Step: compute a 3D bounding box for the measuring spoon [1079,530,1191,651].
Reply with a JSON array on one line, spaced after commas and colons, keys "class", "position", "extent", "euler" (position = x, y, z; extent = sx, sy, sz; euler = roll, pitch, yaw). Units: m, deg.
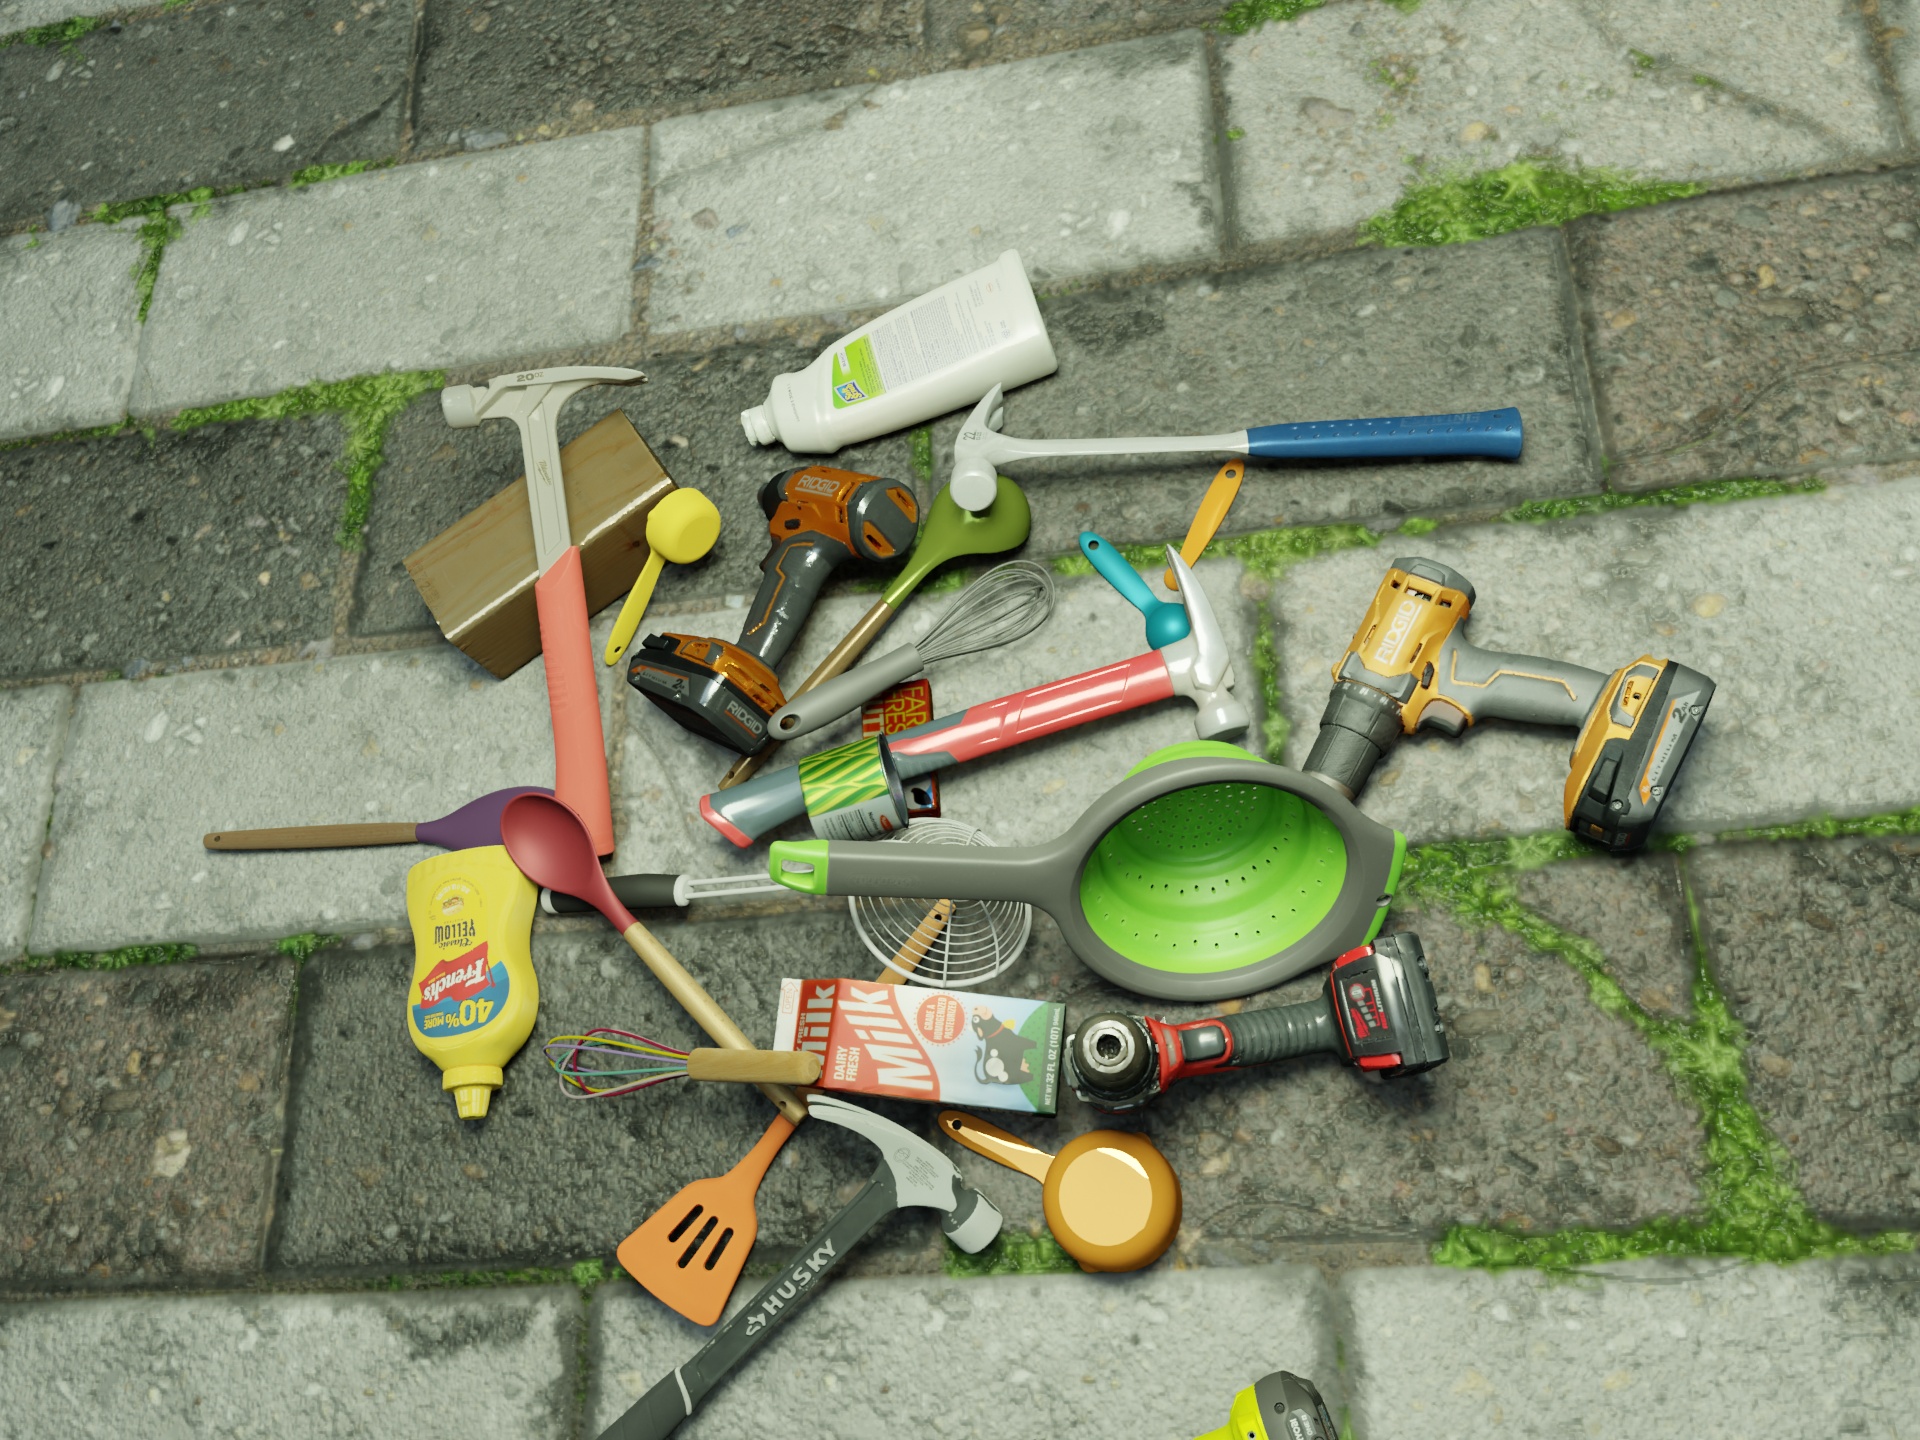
[{"class": "measuring spoon", "position": [0.128, -0.099, 1.172], "extent": [0.042, 0.021, 0.129], "euler": [-40, 67, -1]}]

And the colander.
[{"class": "colander", "position": [0.078, 0.077, 1.028], "extent": [0.397, 0.204, 0.095], "euler": [3, 37, -6]}]

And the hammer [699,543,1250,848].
[{"class": "hammer", "position": [-0.002, -0.004, 1.127], "extent": [0.386, 0.038, 0.143], "euler": [-17, 75, 3]}]

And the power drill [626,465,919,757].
[{"class": "power drill", "position": [-0.147, -0.096, 1.194], "extent": [0.164, 0.084, 0.226], "euler": [20, 71, 47]}]

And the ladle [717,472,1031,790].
[{"class": "ladle", "position": [-0.067, -0.063, 1.201], "extent": [0.320, 0.062, 0.078], "euler": [-49, 60, 0]}]

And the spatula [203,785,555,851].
[{"class": "spatula", "position": [-0.444, 0.086, 1.237], "extent": [0.316, 0.018, 0.060], "euler": [-4, 69, 10]}]

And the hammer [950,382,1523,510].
[{"class": "hammer", "position": [0.198, -0.208, 1.167], "extent": [0.405, 0.035, 0.144], "euler": [-1, 37, 5]}]

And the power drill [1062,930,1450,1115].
[{"class": "power drill", "position": [0.173, 0.191, 0.968], "extent": [0.226, 0.187, 0.080], "euler": [-12, 72, 4]}]

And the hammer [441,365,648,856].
[{"class": "hammer", "position": [-0.285, -0.079, 1.179], "extent": [0.149, 0.037, 0.359], "euler": [-7, 92, -3]}]

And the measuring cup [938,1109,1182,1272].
[{"class": "measuring cup", "position": [0.058, 0.290, 1.026], "extent": [0.174, 0.052, 0.095], "euler": [22, 76, 17]}]

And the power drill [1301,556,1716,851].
[{"class": "power drill", "position": [0.351, 0.008, 1.053], "extent": [0.226, 0.084, 0.185], "euler": [25, 78, 25]}]

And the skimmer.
[{"class": "skimmer", "position": [-0.132, 0.133, 1.129], "extent": [0.363, 0.090, 0.127], "euler": [-7, 49, 25]}]

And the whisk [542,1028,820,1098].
[{"class": "whisk", "position": [-0.191, 0.233, 1.073], "extent": [0.245, 0.051, 0.047], "euler": [-7, 91, 34]}]

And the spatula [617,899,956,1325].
[{"class": "spatula", "position": [-0.103, 0.253, 1.084], "extent": [0.081, 0.041, 0.322], "euler": [36, 79, 5]}]

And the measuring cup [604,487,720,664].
[{"class": "measuring cup", "position": [-0.233, -0.105, 1.229], "extent": [0.029, 0.062, 0.156], "euler": [36, 105, 28]}]

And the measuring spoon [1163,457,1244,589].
[{"class": "measuring spoon", "position": [0.182, -0.148, 1.184], "extent": [0.021, 0.011, 0.117], "euler": [24, 77, 20]}]

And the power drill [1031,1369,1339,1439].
[{"class": "power drill", "position": [0.125, 0.489, 0.927], "extent": [0.223, 0.080, 0.171], "euler": [-23, 66, 8]}]

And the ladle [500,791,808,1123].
[{"class": "ladle", "position": [-0.213, 0.163, 1.108], "extent": [0.316, 0.031, 0.069], "euler": [43, 114, 20]}]

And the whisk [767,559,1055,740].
[{"class": "whisk", "position": [-0.035, -0.049, 1.151], "extent": [0.239, 0.055, 0.055], "euler": [-29, 66, -15]}]

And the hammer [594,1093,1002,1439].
[{"class": "hammer", "position": [-0.167, 0.413, 1.018], "extent": [0.409, 0.036, 0.149], "euler": [-44, 102, 0]}]
